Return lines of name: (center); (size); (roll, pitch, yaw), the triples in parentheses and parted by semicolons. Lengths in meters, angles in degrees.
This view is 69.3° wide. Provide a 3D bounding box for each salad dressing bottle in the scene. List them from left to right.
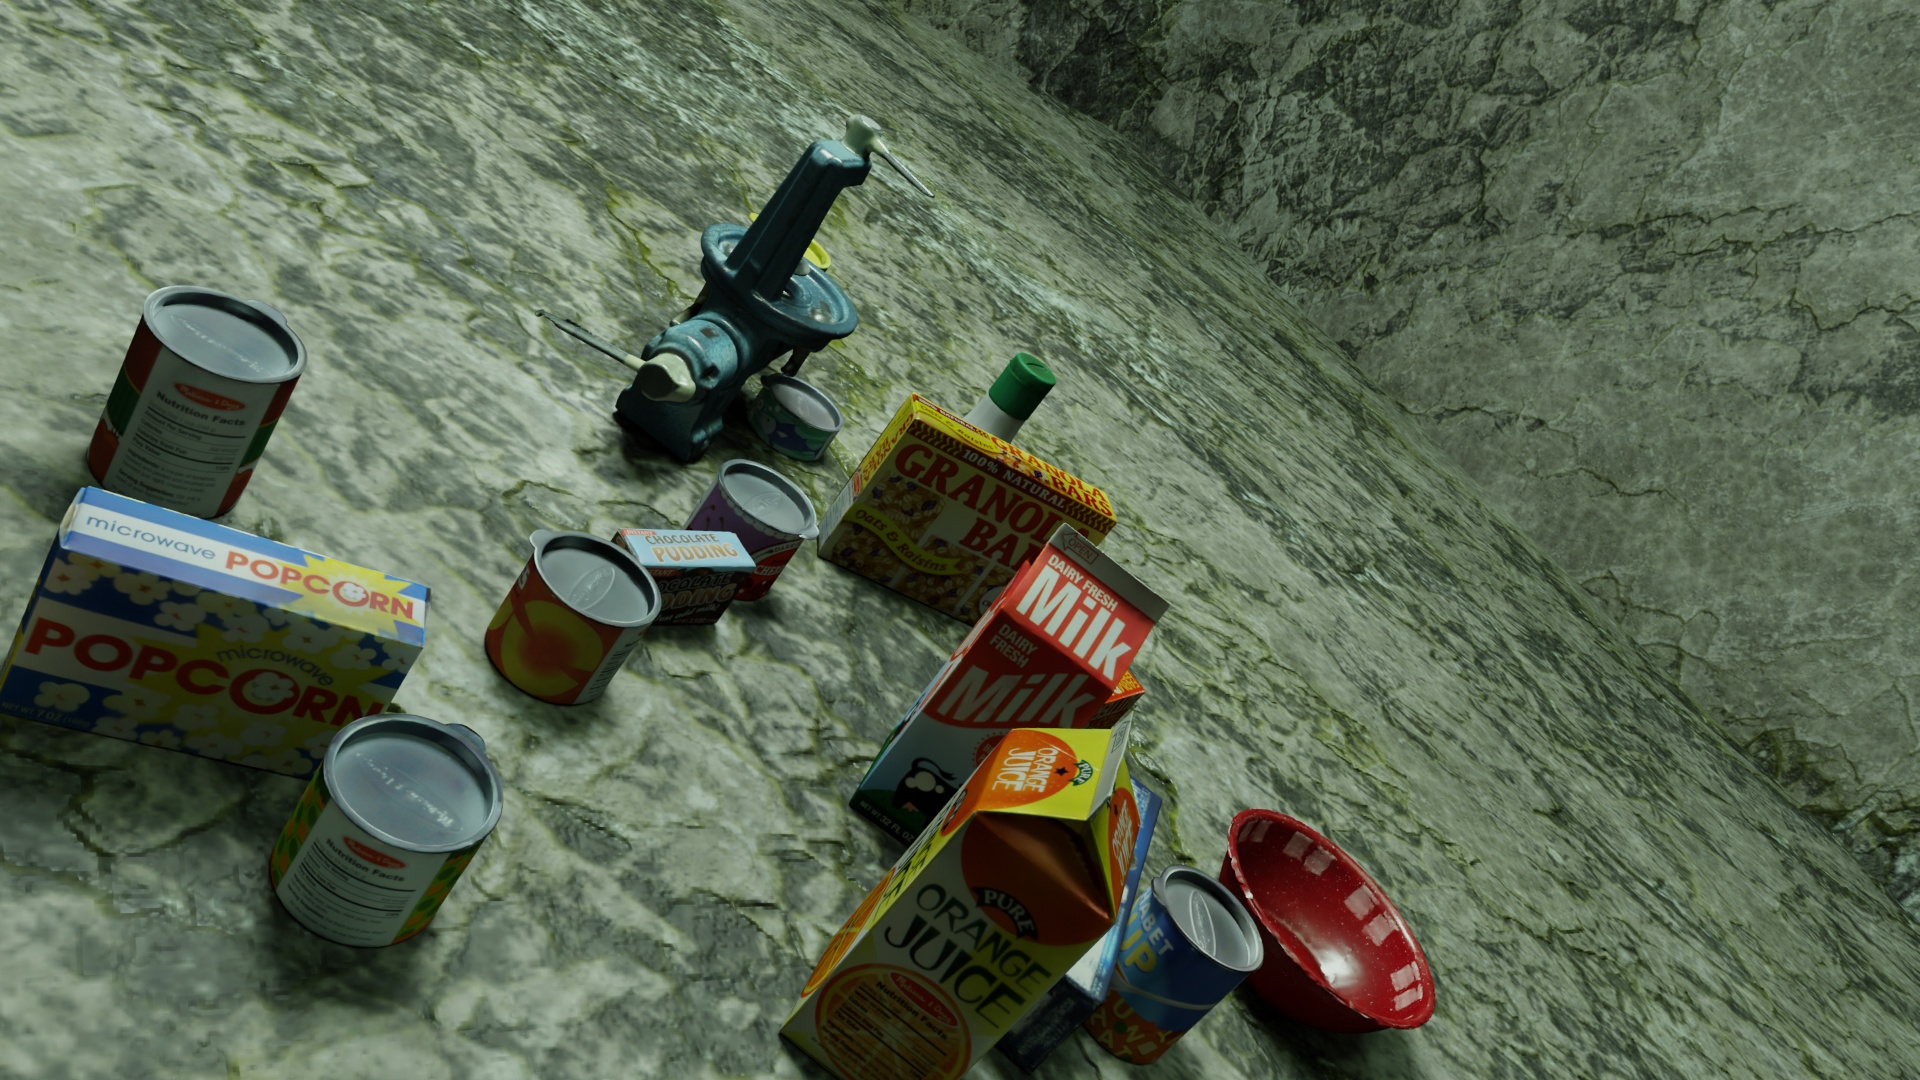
salad dressing bottle: (0.015, -0.075, 1.048); (0.044, 0.147, 0.064); (49, 26, 24)

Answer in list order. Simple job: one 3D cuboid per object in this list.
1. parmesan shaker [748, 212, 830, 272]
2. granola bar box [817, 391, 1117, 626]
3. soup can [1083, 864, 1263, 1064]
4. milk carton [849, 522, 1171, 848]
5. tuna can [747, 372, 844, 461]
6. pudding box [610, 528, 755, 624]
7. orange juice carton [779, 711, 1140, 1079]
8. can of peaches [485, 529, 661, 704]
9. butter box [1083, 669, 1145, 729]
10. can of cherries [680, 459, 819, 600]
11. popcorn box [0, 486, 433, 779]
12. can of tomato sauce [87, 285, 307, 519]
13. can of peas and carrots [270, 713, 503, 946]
parmesan shaker: (-0.158, -0.193, 1.077); (0.071, 0.102, 0.071); (30, 25, -16)
granola bar box: (0.003, -0.012, 0.950); (0.165, 0.123, 0.039); (26, 26, -24)
soup can: (0.104, 0.220, 0.726); (0.071, 0.083, 0.072); (30, 25, -16)
milk carton: (0.027, 0.081, 0.739); (0.072, 0.189, 0.074); (37, 24, -1)
tuna can: (-0.125, -0.092, 1.029); (0.071, 0.032, 0.071); (30, 25, -16)
pudding box: (-0.160, 0.020, 0.764); (0.084, 0.049, 0.030); (3, 41, -52)
orange juice carton: (0.011, 0.152, 0.588); (0.073, 0.192, 0.072); (38, 24, 0)
can of peaches: (-0.192, 0.037, 0.681); (0.071, 0.058, 0.071); (30, 25, -16)
butter box: (0.078, 0.114, 0.914); (0.024, 0.053, 0.104); (48, 26, 22)
can of cherries: (-0.128, -0.004, 0.839); (0.071, 0.058, 0.072); (30, 25, -16)
popcorn box: (-0.279, 0.039, 0.525); (0.127, 0.085, 0.038); (22, 29, -32)
can of tomato sauce: (-0.342, -0.062, 0.622); (0.071, 0.082, 0.071); (30, 25, -16)
can of peas and carrots: (-0.215, 0.107, 0.524); (0.071, 0.058, 0.071); (30, 25, -16)
